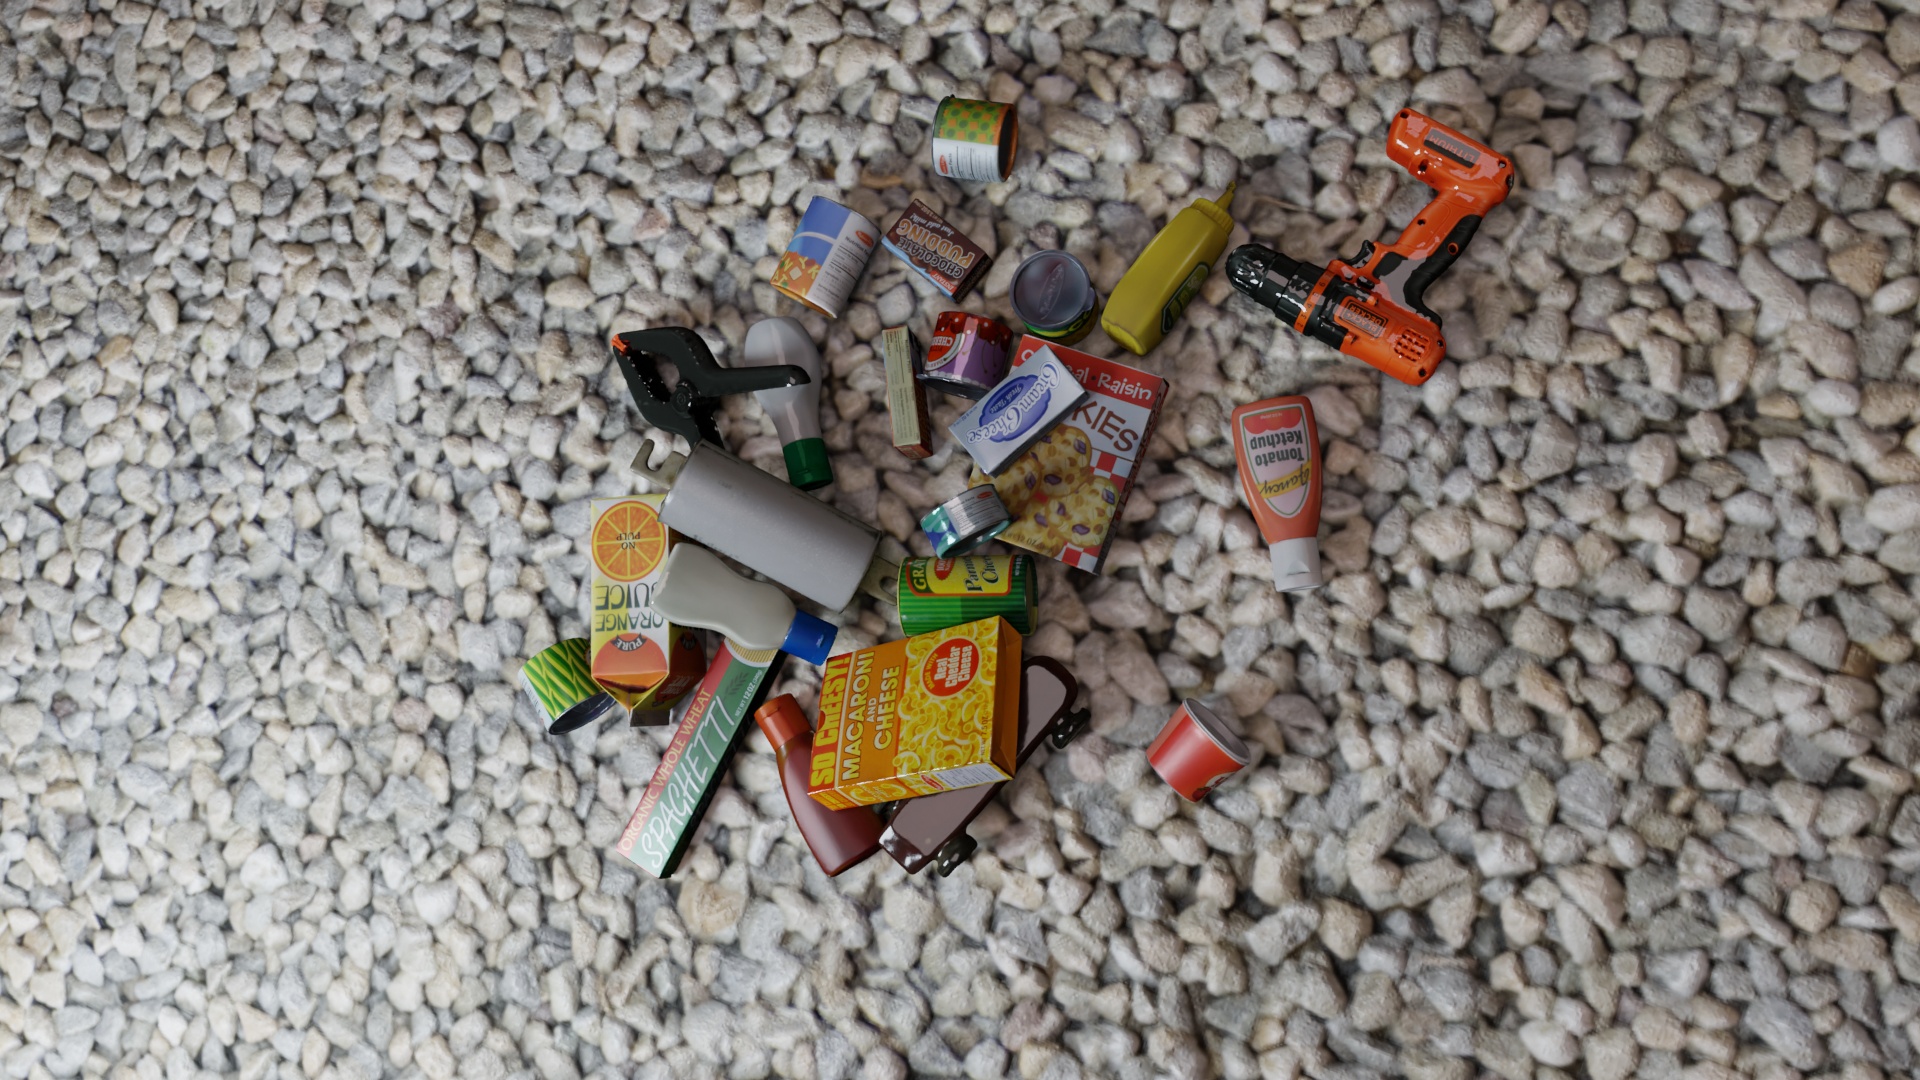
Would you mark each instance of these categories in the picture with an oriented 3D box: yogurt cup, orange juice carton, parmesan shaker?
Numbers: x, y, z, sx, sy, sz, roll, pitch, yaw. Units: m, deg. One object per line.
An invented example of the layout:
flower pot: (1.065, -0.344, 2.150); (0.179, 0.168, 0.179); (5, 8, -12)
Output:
yogurt cup: (0.179, 0.162, 1.061); (0.072, 0.072, 0.054); (46, 102, 15)
orange juice carton: (-0.264, 0.061, 1.176); (0.073, 0.072, 0.193); (-5, 81, 14)
parmesan shaker: (0.007, 0.043, 1.118); (0.103, 0.071, 0.071); (-2, 82, 11)

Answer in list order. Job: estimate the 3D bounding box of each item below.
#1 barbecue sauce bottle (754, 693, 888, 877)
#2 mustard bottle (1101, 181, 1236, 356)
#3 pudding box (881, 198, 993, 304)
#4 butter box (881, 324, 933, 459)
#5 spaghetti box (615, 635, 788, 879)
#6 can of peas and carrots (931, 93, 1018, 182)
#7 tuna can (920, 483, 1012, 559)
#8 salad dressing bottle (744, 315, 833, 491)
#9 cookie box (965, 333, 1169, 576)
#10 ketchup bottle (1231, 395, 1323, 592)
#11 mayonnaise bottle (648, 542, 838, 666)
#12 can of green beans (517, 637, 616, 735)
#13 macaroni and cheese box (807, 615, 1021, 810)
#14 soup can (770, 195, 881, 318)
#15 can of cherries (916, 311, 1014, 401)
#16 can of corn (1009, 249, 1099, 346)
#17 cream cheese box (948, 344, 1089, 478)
barbecue sauce bottle: (-0.118, 0.196, 1.136); (0.065, 0.043, 0.149); (-33, 76, 0)
mustard bottle: (0.176, -0.225, 1.117); (0.049, 0.065, 0.160); (36, 88, 20)
pudding box: (-0.020, -0.246, 1.183); (0.084, 0.030, 0.049); (41, 94, 15)
butter box: (-0.044, -0.123, 1.159); (0.024, 0.053, 0.103); (-8, 81, 10)
spaghetti box: (-0.211, 0.164, 1.171); (0.050, 0.028, 0.250); (27, 89, 16)
can of peas and carrots: (0.013, -0.339, 1.170); (0.059, 0.071, 0.071); (11, 85, 14)
tuna can: (0.004, -0.014, 1.087); (0.071, 0.071, 0.033); (-29, 79, 8)
salad dressing bottle: (-0.144, -0.116, 1.188); (0.064, 0.044, 0.148); (-17, 80, 13)
cookie box: (0.082, -0.070, 1.129); (0.123, 0.040, 0.167); (20, 88, 16)
ketchup bottle: (0.253, -0.035, 1.081); (0.065, 0.043, 0.149); (-9, 81, 12)
mayonnaise bottle: (-0.174, 0.057, 1.127); (0.148, 0.041, 0.065); (25, 78, -9)
can of green beans: (-0.335, 0.124, 1.187); (0.071, 0.071, 0.058); (-36, 76, 7)
macaroni and cheese box: (-0.036, 0.135, 1.081); (0.166, 0.040, 0.124); (-15, 51, 27)
soup can: (-0.117, -0.243, 1.188); (0.071, 0.071, 0.084); (27, 90, 15)
can of cherries: (0.004, -0.152, 1.143); (0.071, 0.071, 0.058); (14, 86, 15)
can of corn: (0.080, -0.196, 1.137); (0.071, 0.058, 0.071); (-2, 82, 13)
cream cheese box: (0.047, -0.103, 1.107); (0.103, 0.024, 0.053); (-41, 76, 6)
